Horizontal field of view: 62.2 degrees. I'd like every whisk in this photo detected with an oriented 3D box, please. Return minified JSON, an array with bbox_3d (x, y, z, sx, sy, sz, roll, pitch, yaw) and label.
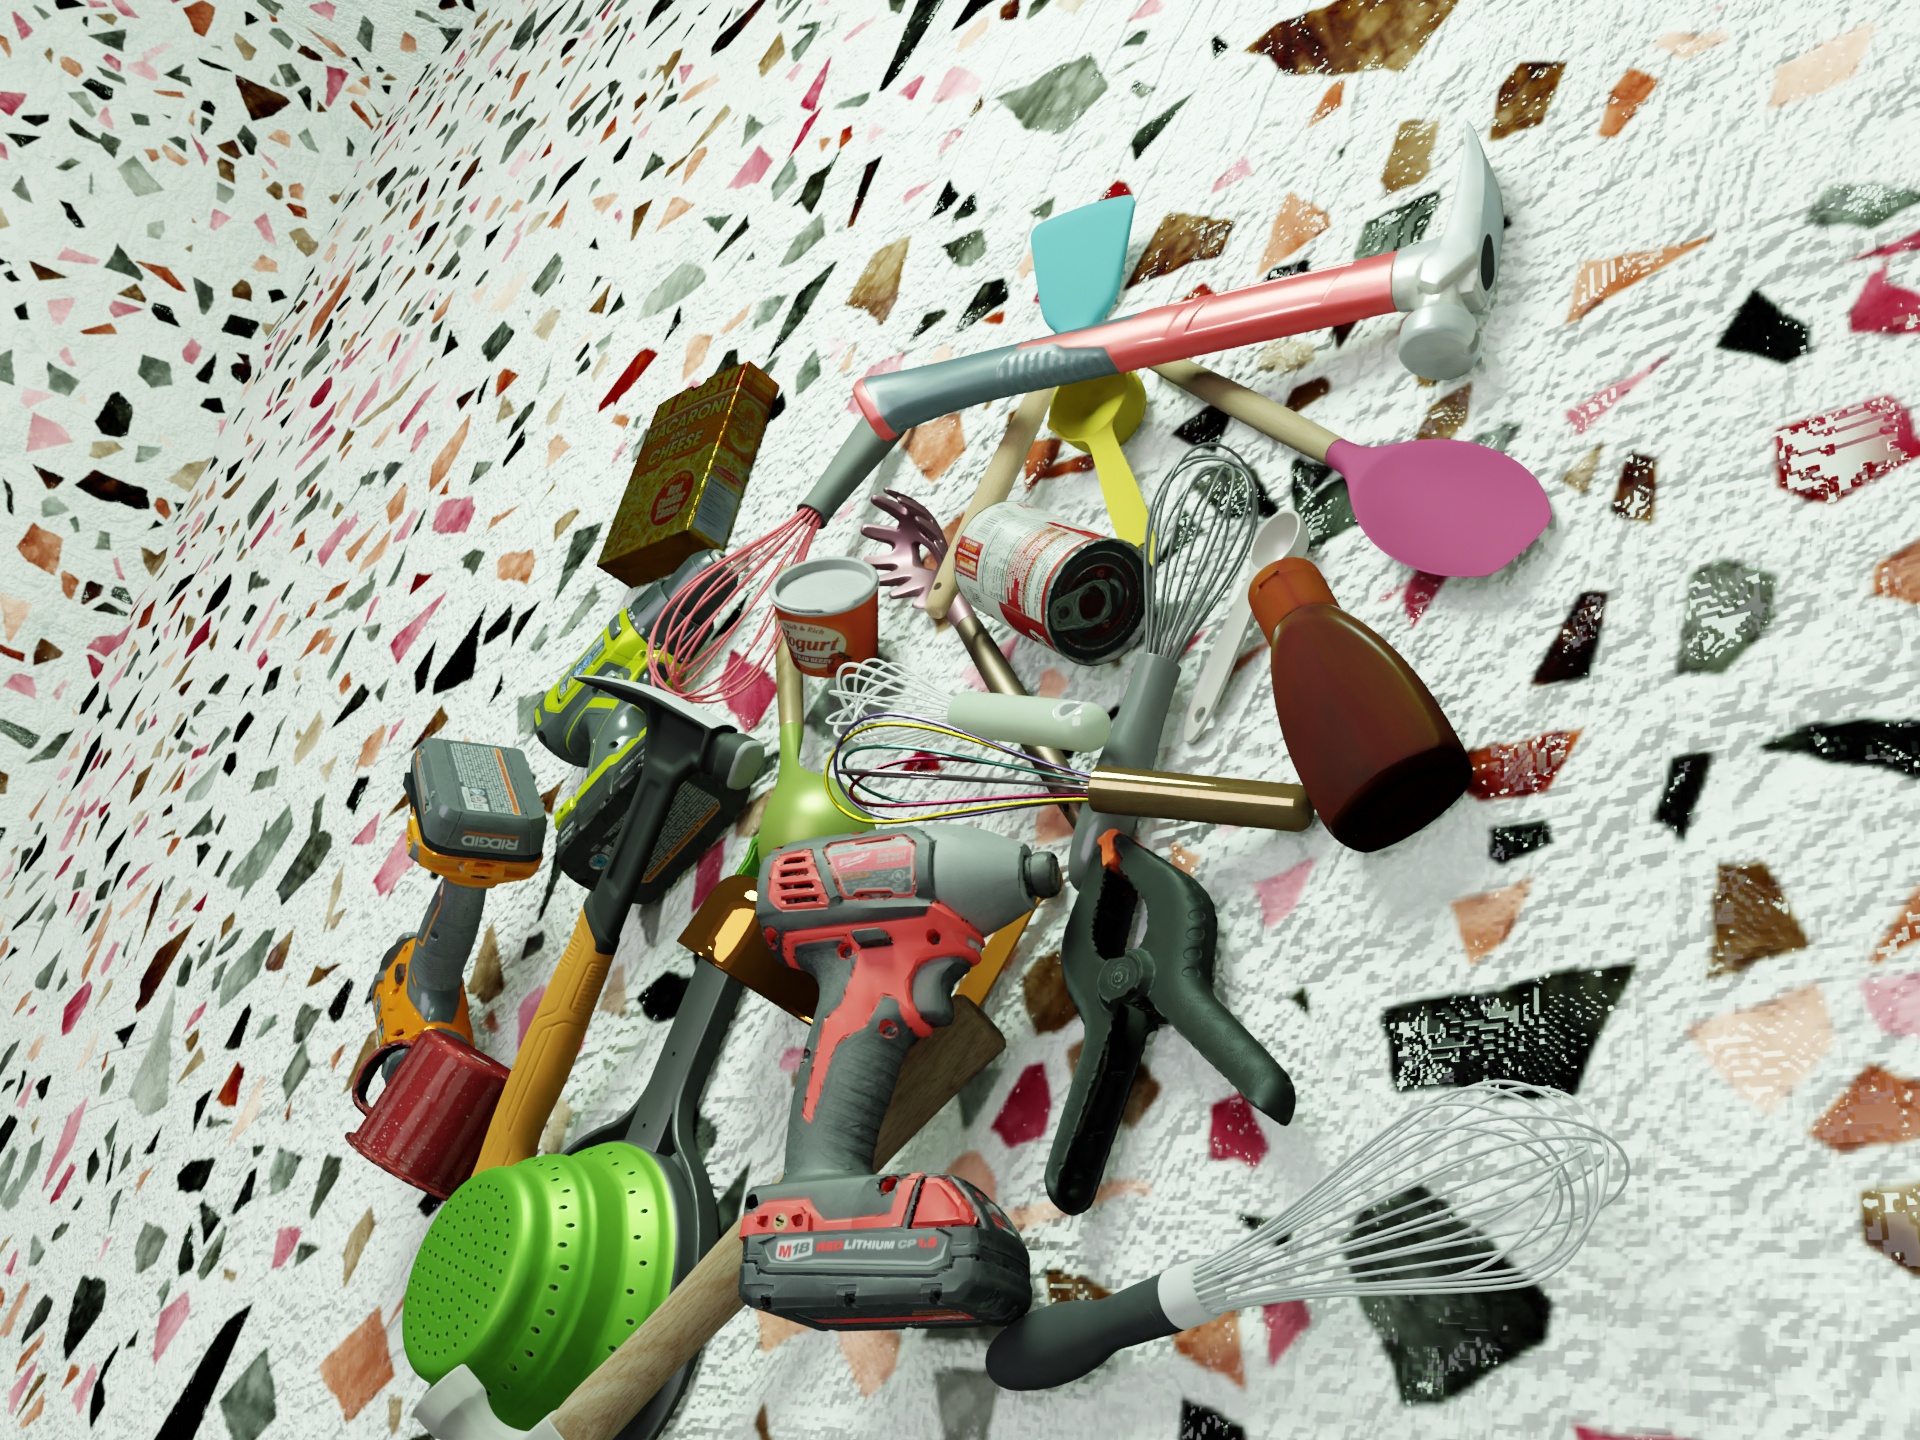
[{"bbox_3d":[-0.107,-0.120,1.041,0.073,0.073,0.296,-3,45,48],"label":"whisk"},{"bbox_3d":[0.109,0.200,0.581,0.284,0.070,0.070,-35,41,34],"label":"whisk"},{"bbox_3d":[0.043,0.034,0.743,0.245,0.051,0.047,4,41,26],"label":"whisk"},{"bbox_3d":[-0.001,-0.003,0.846,0.058,0.059,0.246,-34,21,-26],"label":"whisk"},{"bbox_3d":[0.096,-0.028,0.782,0.055,0.055,0.239,3,69,50],"label":"whisk"}]

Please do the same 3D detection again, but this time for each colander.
[{"bbox_3d":[-0.202,0.232,0.876,0.204,0.094,0.397,-1,62,48],"label":"colander"}]

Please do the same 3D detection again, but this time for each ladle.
[{"bbox_3d":[-0.095,-0.004,0.994,0.078,0.062,0.320,-53,27,27],"label":"ladle"}]

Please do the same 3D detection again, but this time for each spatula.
[{"bbox_3d":[0.035,-0.191,0.957,0.082,0.044,0.318,-4,50,39],"label":"spatula"}]

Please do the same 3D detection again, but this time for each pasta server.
[{"bbox_3d":[0.006,-0.039,0.898,0.060,0.040,0.317,-69,30,29],"label":"pasta server"}]

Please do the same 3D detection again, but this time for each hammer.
[{"bbox_3d":[0.102,-0.222,0.881,0.386,0.038,0.143,-4,58,36],"label":"hammer"},{"bbox_3d":[-0.232,0.141,0.960,0.127,0.034,0.337,25,97,23],"label":"hammer"},{"bbox_3d":[-0.103,0.260,0.755,0.331,0.031,0.130,-45,78,0],"label":"hammer"}]

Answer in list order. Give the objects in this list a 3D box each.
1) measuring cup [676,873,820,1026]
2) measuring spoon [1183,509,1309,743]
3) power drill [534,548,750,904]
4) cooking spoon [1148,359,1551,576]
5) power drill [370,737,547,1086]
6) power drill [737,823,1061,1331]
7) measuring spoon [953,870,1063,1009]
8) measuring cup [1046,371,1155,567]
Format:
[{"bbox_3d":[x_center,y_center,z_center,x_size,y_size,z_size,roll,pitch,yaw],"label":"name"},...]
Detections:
[{"bbox_3d":[-0.070,0.133,0.830,0.174,0.095,0.052,21,73,35],"label":"measuring cup"},{"bbox_3d":[0.140,-0.044,0.773,0.124,0.018,0.034,-66,24,-2],"label":"measuring spoon"},{"bbox_3d":[-0.211,-0.004,1.088,0.190,0.080,0.229,-45,35,16],"label":"power drill"},{"bbox_3d":[0.176,-0.142,0.801,0.069,0.017,0.319,-42,37,0],"label":"cooking spoon"},{"bbox_3d":[-0.358,0.130,1.103,0.164,0.084,0.226,49,124,54],"label":"power drill"},{"bbox_3d":[-0.024,0.150,0.707,0.143,0.078,0.220,-8,60,17],"label":"power drill"},{"bbox_3d":[0.018,0.121,0.786,0.117,0.011,0.021,-58,35,3],"label":"measuring spoon"},{"bbox_3d":[0.092,-0.142,0.899,0.062,0.029,0.157,-33,53,28],"label":"measuring cup"}]
